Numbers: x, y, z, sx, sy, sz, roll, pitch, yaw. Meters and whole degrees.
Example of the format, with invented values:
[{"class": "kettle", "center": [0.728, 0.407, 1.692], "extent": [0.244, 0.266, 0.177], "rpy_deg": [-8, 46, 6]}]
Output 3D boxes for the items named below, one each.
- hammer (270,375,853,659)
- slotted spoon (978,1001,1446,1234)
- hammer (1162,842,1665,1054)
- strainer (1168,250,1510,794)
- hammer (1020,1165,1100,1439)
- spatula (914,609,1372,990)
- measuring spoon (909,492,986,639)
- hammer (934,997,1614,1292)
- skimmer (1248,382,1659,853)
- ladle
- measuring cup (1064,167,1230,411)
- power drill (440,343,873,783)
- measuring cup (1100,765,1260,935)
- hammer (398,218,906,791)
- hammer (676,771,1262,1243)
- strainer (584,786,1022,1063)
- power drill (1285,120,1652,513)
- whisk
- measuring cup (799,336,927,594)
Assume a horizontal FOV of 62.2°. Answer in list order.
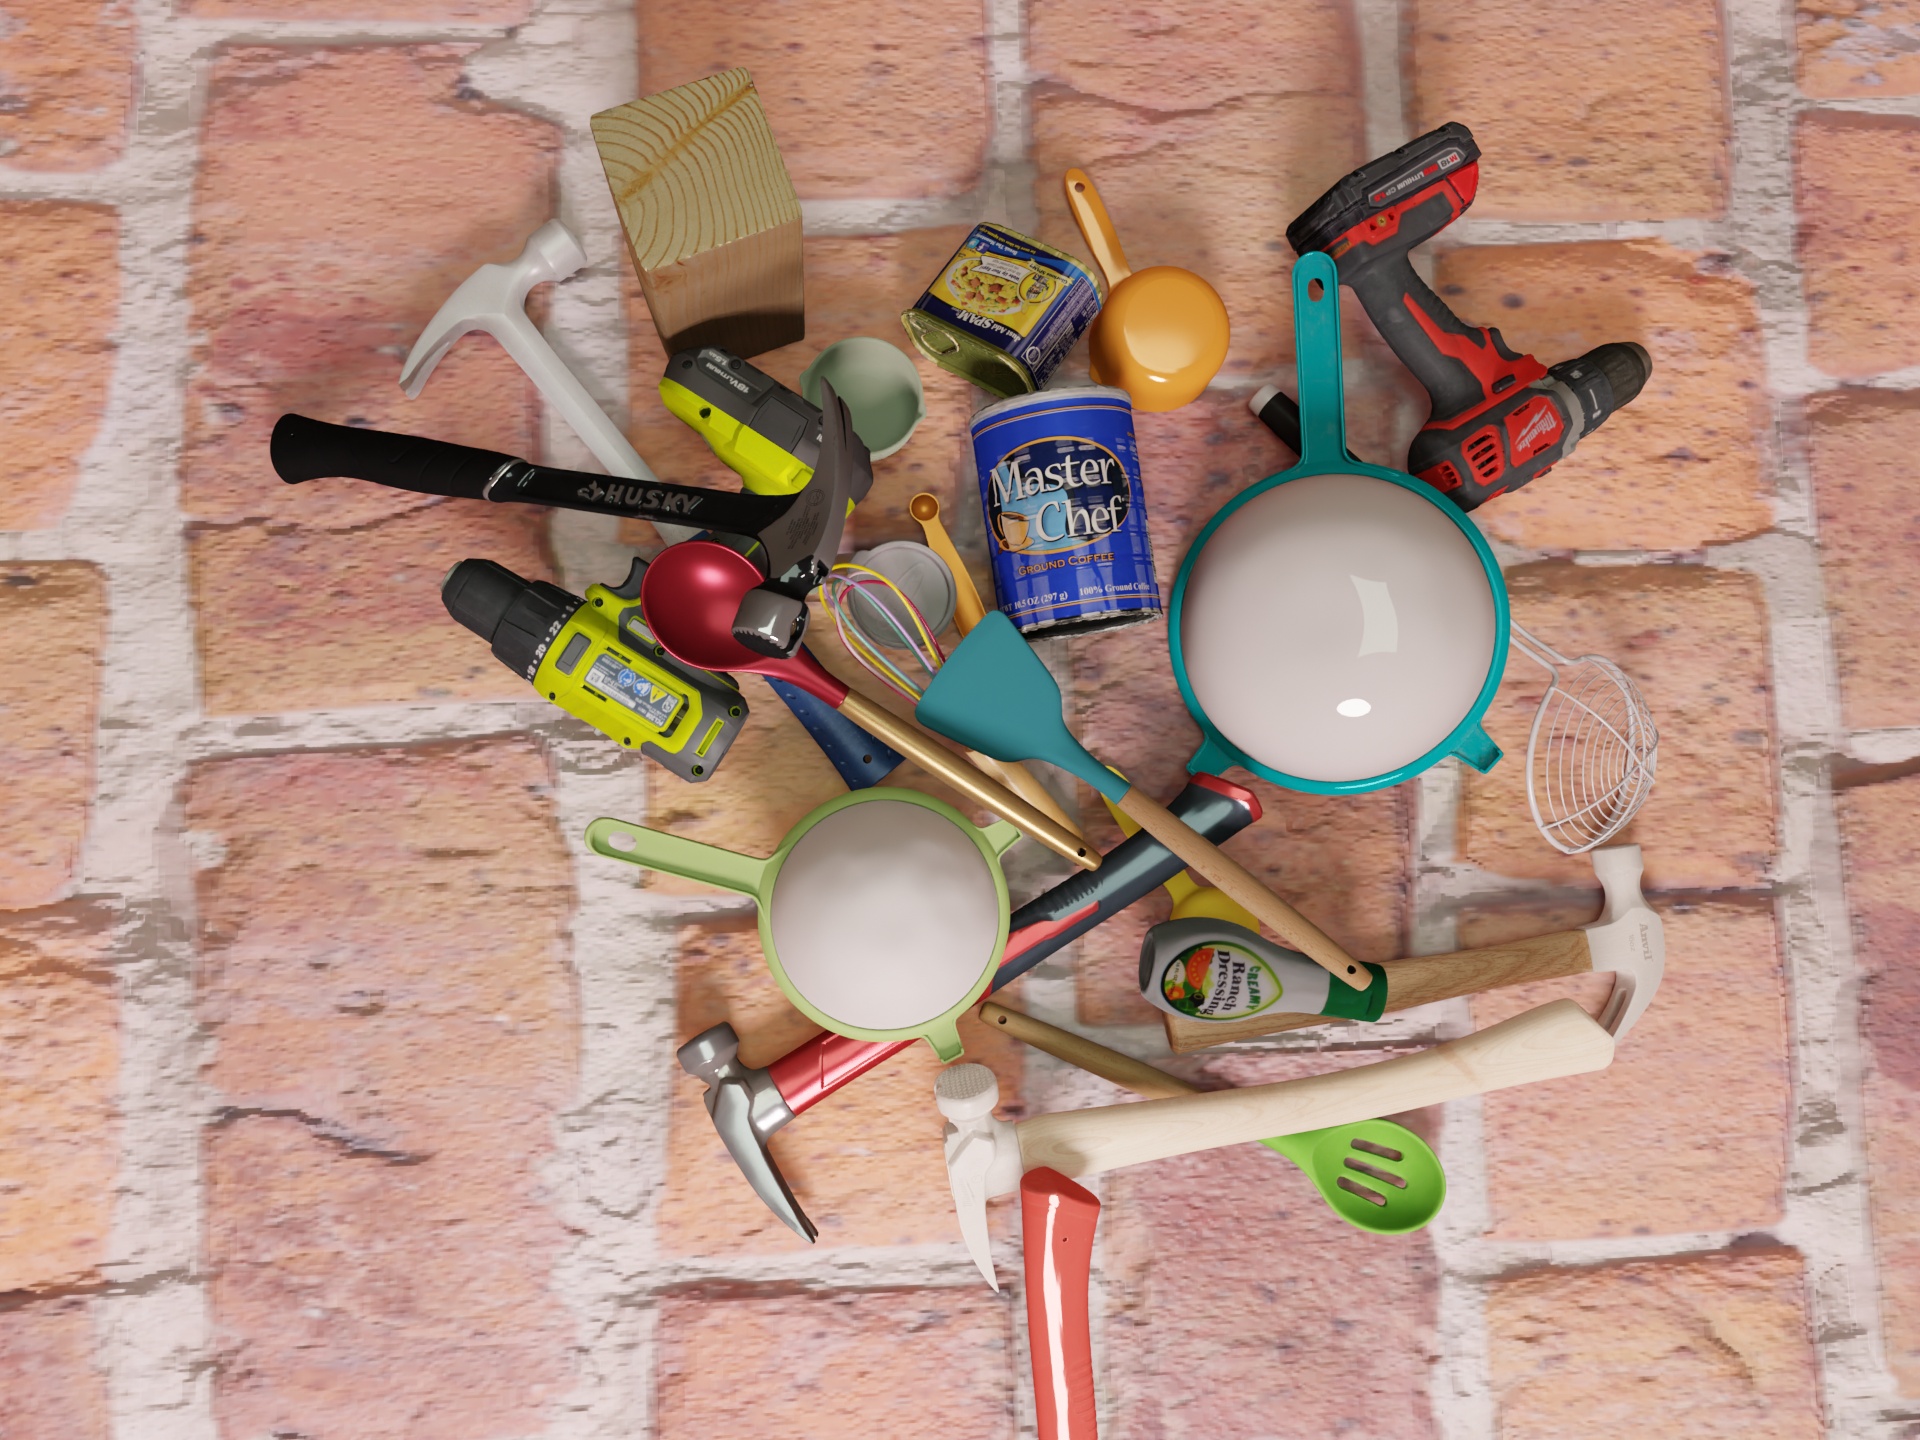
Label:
[{"class": "hammer", "center": [-0.239, -0.138, 0.895], "extent": [0.409, 0.036, 0.149], "rpy_deg": [12, 73, 26]}, {"class": "slotted spoon", "center": [0.158, 0.243, 1.008], "extent": [0.313, 0.031, 0.070], "rpy_deg": [23, 86, -1]}, {"class": "hammer", "center": [0.294, 0.170, 1.024], "extent": [0.331, 0.031, 0.130], "rpy_deg": [-10, 86, -6]}, {"class": "strainer", "center": [0.222, -0.121, 0.966], "extent": [0.211, 0.095, 0.340], "rpy_deg": [-3, 91, 16]}, {"class": "hammer", "center": [0.056, 0.441, 0.943], "extent": [0.149, 0.037, 0.359], "rpy_deg": [-6, 99, -7]}, {"class": "spatula", "center": [0.118, 0.061, 0.950], "extent": [0.317, 0.044, 0.082], "rpy_deg": [37, 84, 2]}, {"class": "measuring spoon", "center": [-0.005, -0.092, 1.027], "extent": [0.021, 0.011, 0.117], "rpy_deg": [-23, 92, -8]}, {"class": "hammer", "center": [0.195, 0.243, 0.968], "extent": [0.410, 0.038, 0.146], "rpy_deg": [-10, 112, -4]}, {"class": "skimmer", "center": [0.312, -0.072, 1.040], "extent": [0.127, 0.090, 0.363], "rpy_deg": [-38, 79, -29]}, {"class": "ladle", "center": [-0.045, 0.000, 0.915], "extent": [0.315, 0.031, 0.069], "rpy_deg": [34, 86, -13]}, {"class": "measuring cup", "center": [0.112, -0.287, 1.028], "extent": [0.095, 0.052, 0.173], "rpy_deg": [-26, 91, -7]}, {"class": "power drill", "center": [-0.176, -0.102, 0.941], "extent": [0.190, 0.080, 0.228], "rpy_deg": [32, 87, -3]}, {"class": "measuring cup", "center": [0.135, 0.094, 1.014], "extent": [0.062, 0.029, 0.156], "rpy_deg": [-34, 90, -7]}, {"class": "hammer", "center": [-0.182, -0.116, 0.998], "extent": [0.144, 0.035, 0.405], "rpy_deg": [-39, 90, -7]}, {"class": "hammer", "center": [0.026, 0.162, 0.980], "extent": [0.386, 0.038, 0.143], "rpy_deg": [-32, 85, -4]}, {"class": "strainer", "center": [-0.092, 0.099, 0.913], "extent": [0.256, 0.069, 0.151], "rpy_deg": [16, 86, -6]}, {"class": "power drill", "center": [0.337, -0.266, 1.035], "extent": [0.188, 0.080, 0.226], "rpy_deg": [-30, 92, -17]}, {"class": "whisk", "center": [0.000, -0.003, 0.966], "extent": [0.047, 0.051, 0.244], "rpy_deg": [-37, 113, 10]}, {"class": "measuring cup", "center": [-0.074, -0.159, 1.011], "extent": [0.083, 0.038, 0.167], "rpy_deg": [15, 86, -4]}]
